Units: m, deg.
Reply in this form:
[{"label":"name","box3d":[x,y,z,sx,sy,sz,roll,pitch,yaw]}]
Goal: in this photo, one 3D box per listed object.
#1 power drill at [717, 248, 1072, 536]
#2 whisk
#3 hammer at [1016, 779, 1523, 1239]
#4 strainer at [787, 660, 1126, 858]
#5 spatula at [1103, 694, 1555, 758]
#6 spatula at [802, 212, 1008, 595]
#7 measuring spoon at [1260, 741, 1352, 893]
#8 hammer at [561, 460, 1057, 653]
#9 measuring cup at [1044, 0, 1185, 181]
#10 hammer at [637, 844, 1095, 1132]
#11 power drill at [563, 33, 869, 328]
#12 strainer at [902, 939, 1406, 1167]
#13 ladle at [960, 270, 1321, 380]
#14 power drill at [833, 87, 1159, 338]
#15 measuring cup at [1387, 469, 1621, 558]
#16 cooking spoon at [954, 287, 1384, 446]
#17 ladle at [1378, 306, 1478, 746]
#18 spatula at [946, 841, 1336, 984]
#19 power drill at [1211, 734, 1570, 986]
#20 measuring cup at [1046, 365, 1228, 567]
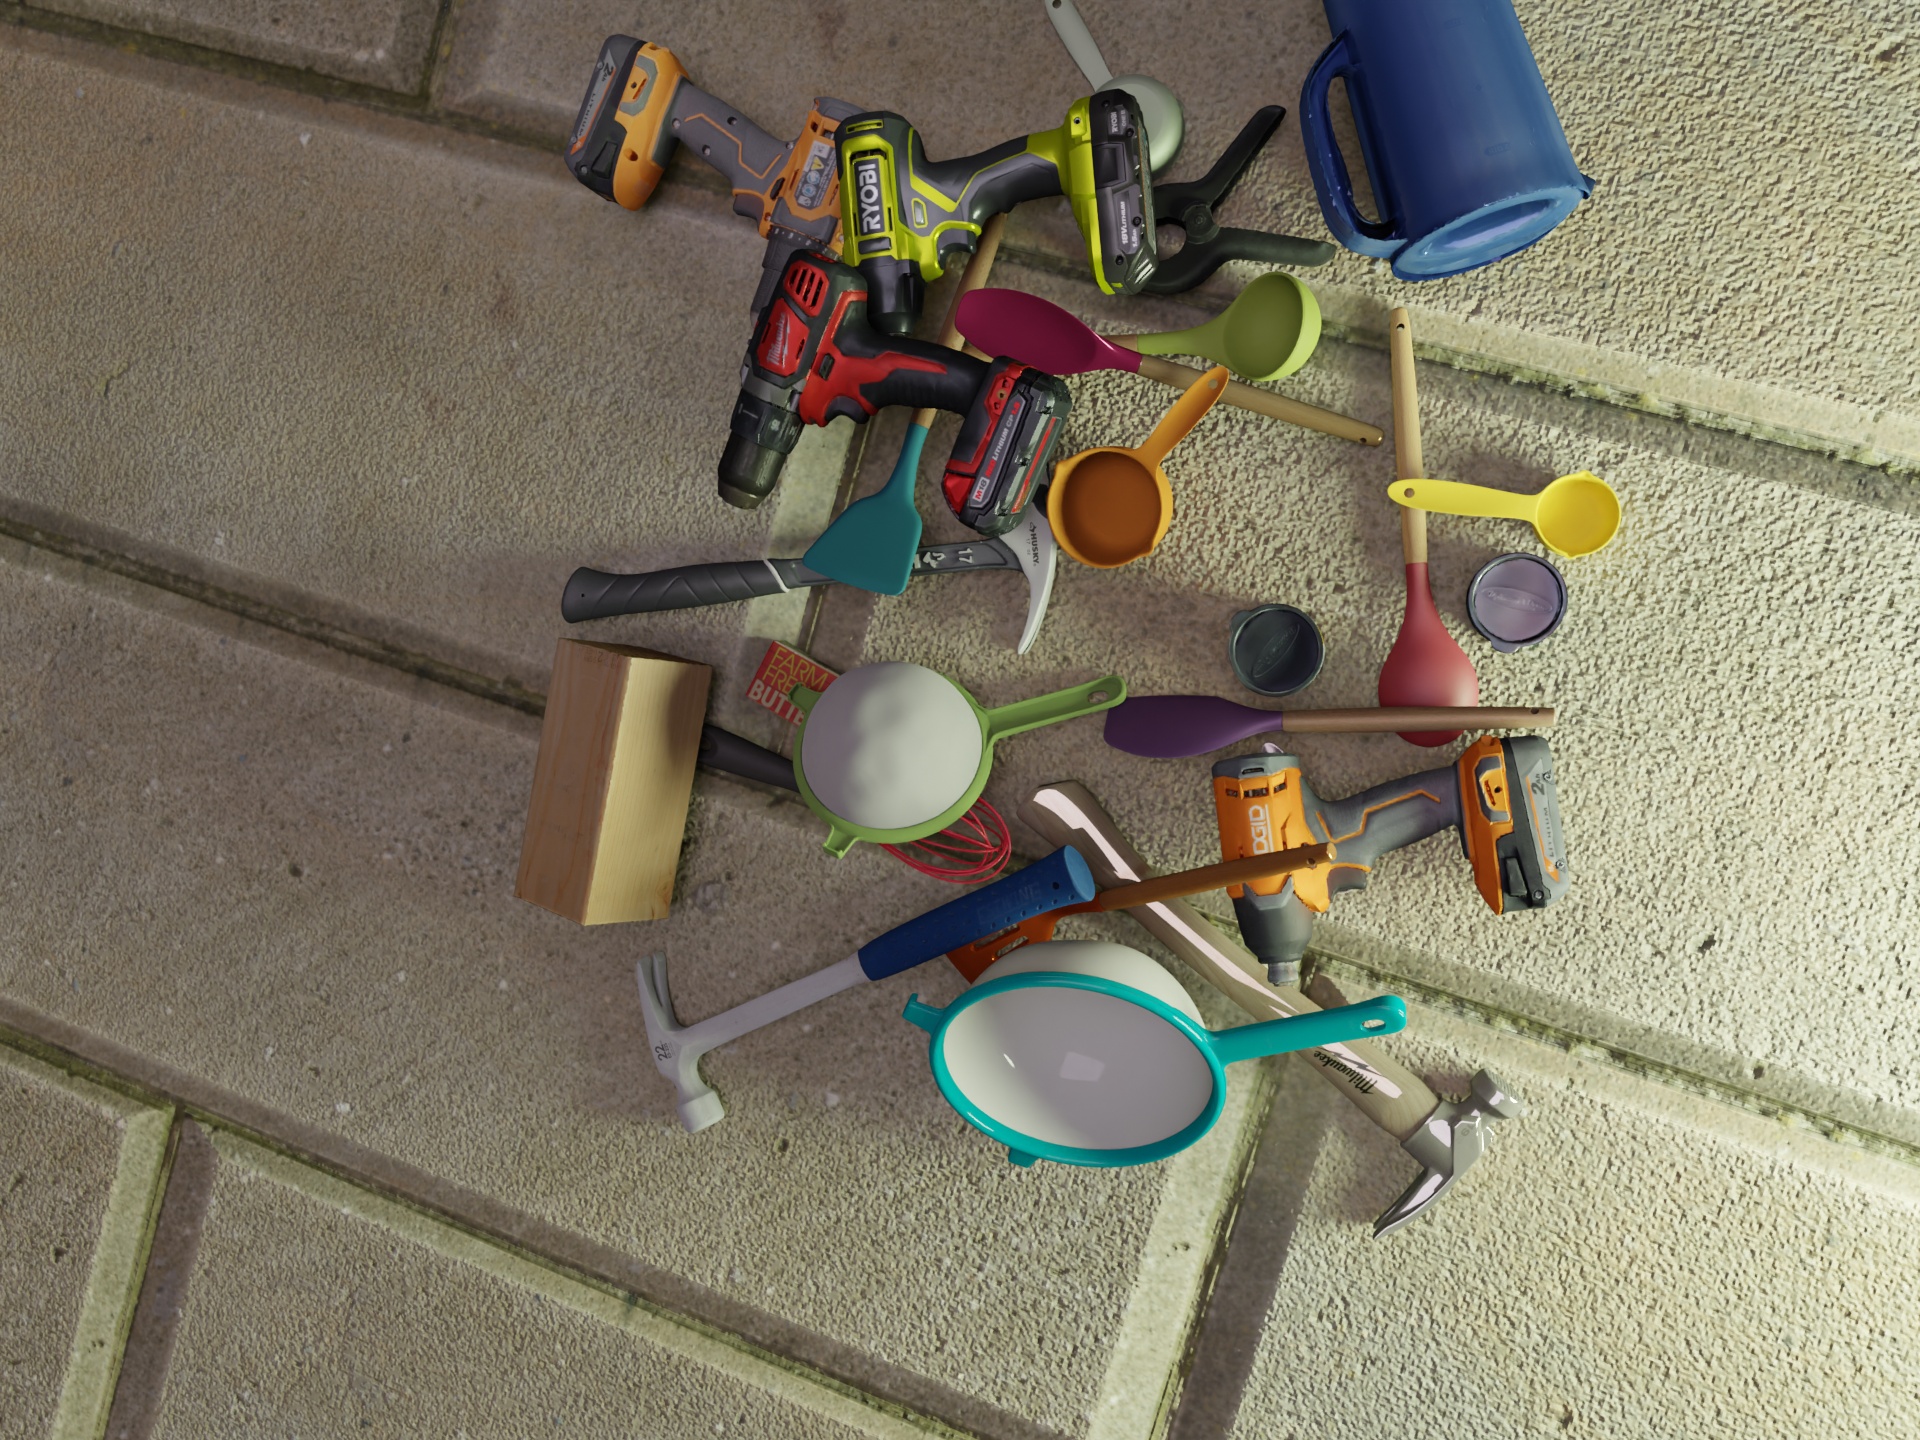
[{"label":"power drill","box3d":[-0.056,-0.205,1.119,0.227,0.080,0.188,26,104,9]},{"label":"whisk","box3d":[-0.095,0.056,1.232,0.296,0.073,0.073,19,96,20]},{"label":"hammer","box3d":[0.201,0.196,1.171,0.411,0.038,0.146,40,101,10]},{"label":"strainer","box3d":[-0.002,-0.004,1.167,0.256,0.069,0.152,-15,60,-2]},{"label":"spatula","box3d":[0.256,0.002,1.134,0.316,0.018,0.060,-1,51,20]},{"label":"spatula","box3d":[-0.023,-0.246,1.182,0.082,0.044,0.317,19,88,16]},{"label":"measuring spoon","box3d":[0.255,0.070,1.167,0.034,0.018,0.124,-29,78,5]},{"label":"hammer","box3d":[-0.124,-0.110,1.244,0.409,0.036,0.149,-5,91,15]},{"label":"measuring cup","box3d":[0.104,-0.476,1.174,0.083,0.038,0.167,-31,86,13]},{"label":"hammer","box3d":[-0.082,0.183,1.203,0.405,0.035,0.144,-27,84,25]},{"label":"power drill","box3d":[-0.187,-0.410,1.231,0.226,0.084,0.185,23,97,7]},{"label":"strainer","box3d":[0.144,0.208,1.124,0.340,0.095,0.210,-16,124,24]},{"label":"ladle","box3d":[0.103,-0.280,1.173,0.320,0.062,0.078,0,84,17]},{"label":"power drill","box3d":[0.024,-0.357,1.141,0.223,0.080,0.171,-5,92,15]},{"label":"measuring cup","box3d":[0.379,-0.150,1.116,0.156,0.029,0.062,10,93,12]},{"label":"cooking spoon","box3d":[0.151,-0.246,1.130,0.319,0.068,0.017,16,56,-6]},{"label":"ladle","box3d":[0.325,-0.138,1.136,0.069,0.031,0.315,-4,89,14]},{"label":"spatula","box3d":[0.120,0.131,1.138,0.322,0.041,0.081,-18,115,38]},{"label":"power drill","box3d":[0.297,0.096,1.108,0.226,0.084,0.164,-7,82,12]},{"label":"measuring cup","box3d":[0.138,-0.187,1.153,0.095,0.052,0.173,44,111,8]}]
